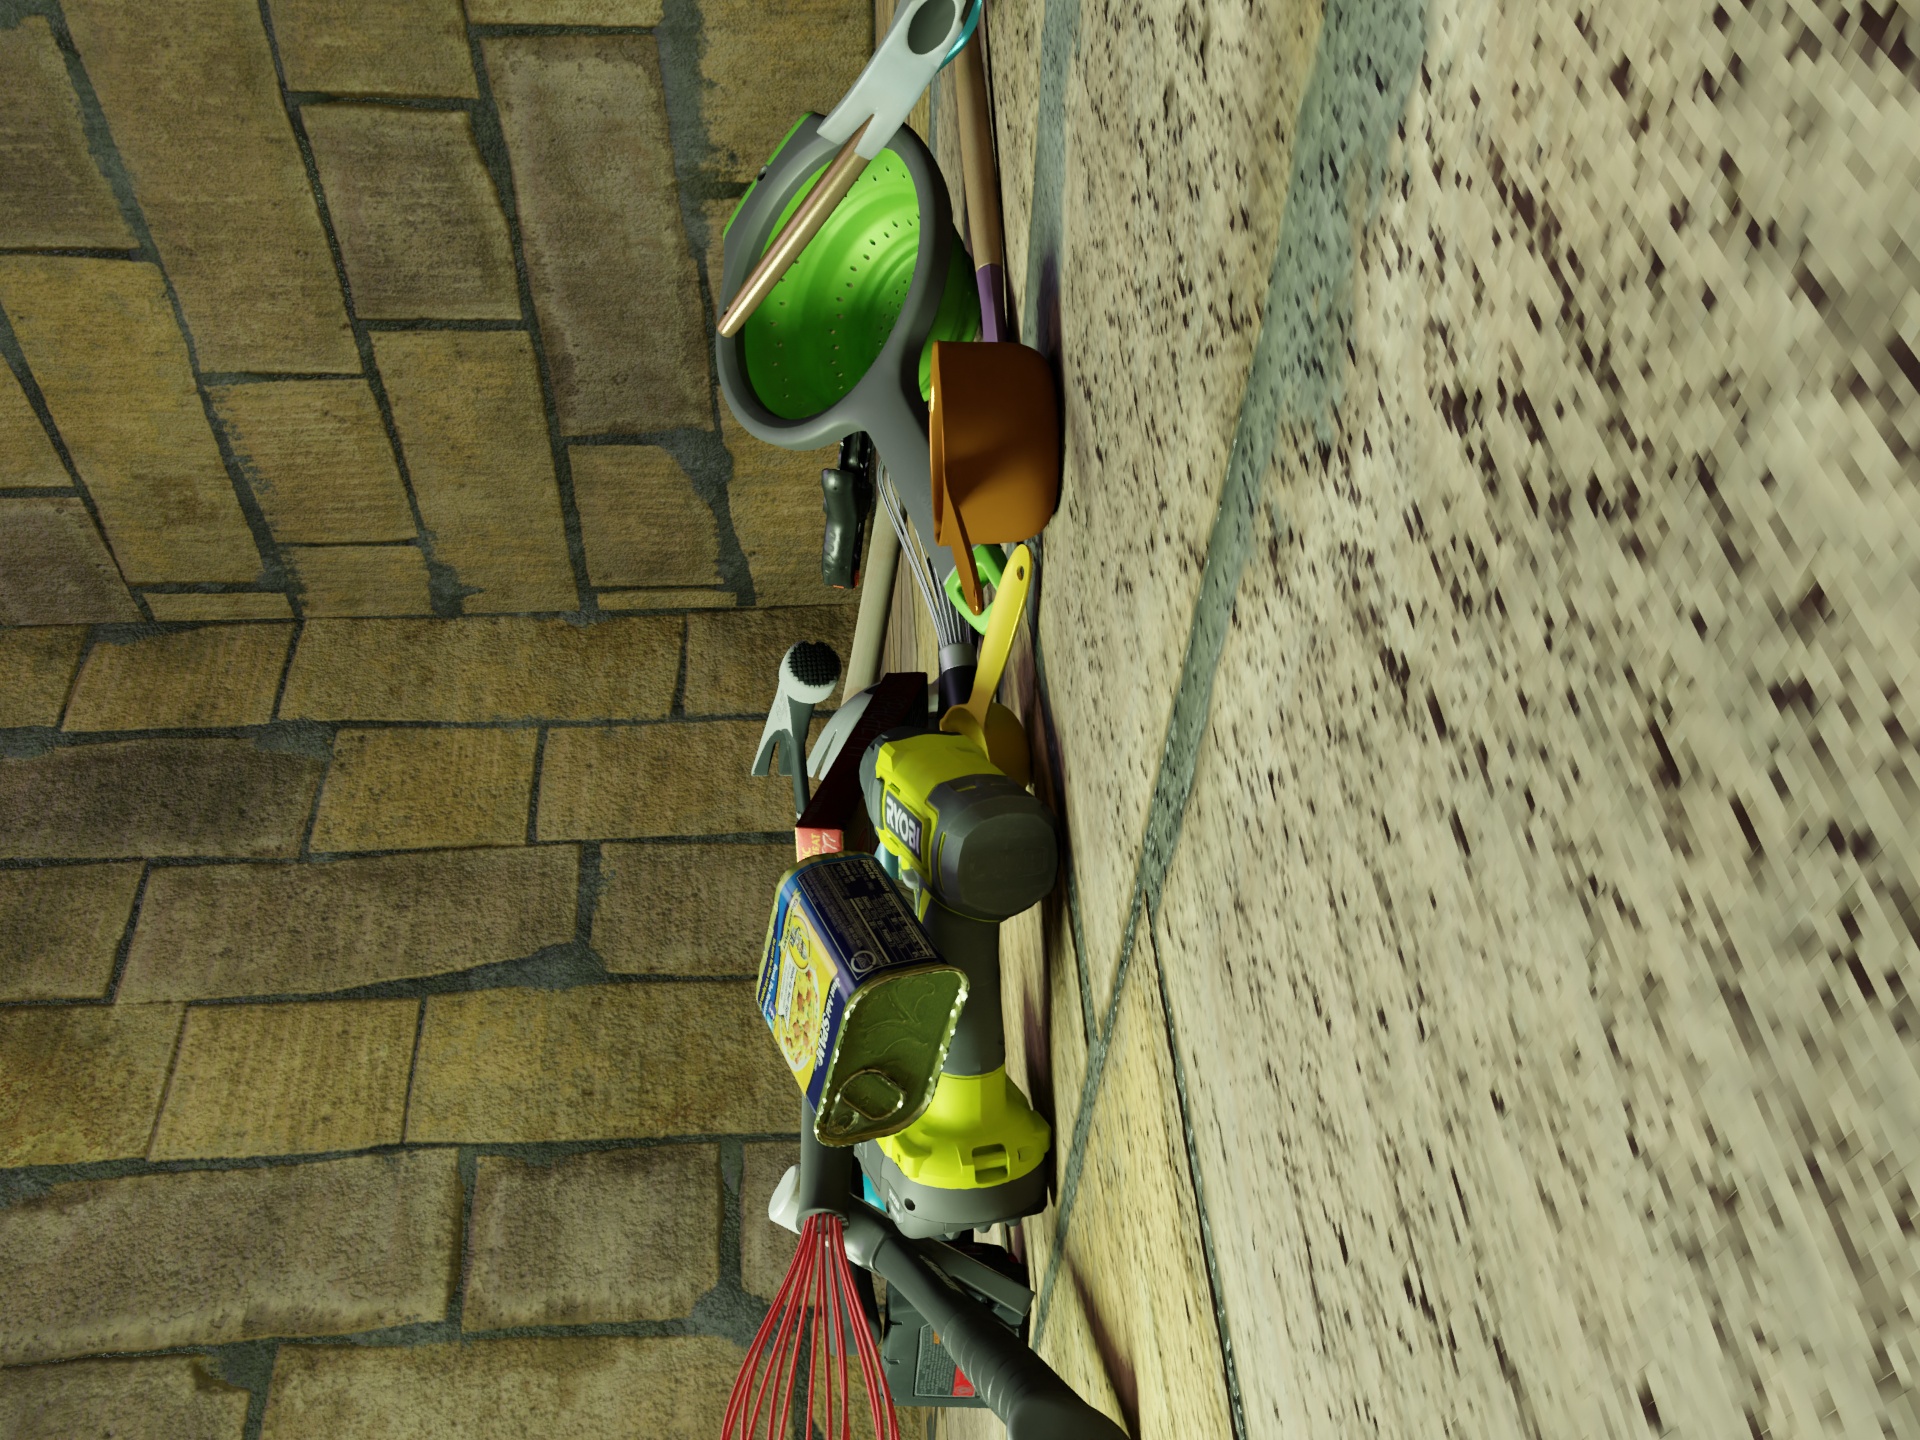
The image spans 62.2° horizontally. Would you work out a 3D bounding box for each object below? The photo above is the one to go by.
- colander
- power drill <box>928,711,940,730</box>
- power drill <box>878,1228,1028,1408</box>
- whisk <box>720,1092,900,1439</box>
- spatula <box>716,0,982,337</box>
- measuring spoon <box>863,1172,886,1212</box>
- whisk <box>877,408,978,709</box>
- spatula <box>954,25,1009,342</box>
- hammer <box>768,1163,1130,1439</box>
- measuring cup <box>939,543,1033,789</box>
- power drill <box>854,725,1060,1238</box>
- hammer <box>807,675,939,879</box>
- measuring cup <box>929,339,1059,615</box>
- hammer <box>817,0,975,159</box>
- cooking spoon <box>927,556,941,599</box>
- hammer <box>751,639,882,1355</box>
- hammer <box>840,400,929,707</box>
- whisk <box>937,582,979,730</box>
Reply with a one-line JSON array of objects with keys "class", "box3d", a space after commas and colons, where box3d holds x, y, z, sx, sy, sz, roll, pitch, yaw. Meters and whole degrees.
[{"class": "colander", "box3d": [-0.026, -0.196, 0.936, 0.204, 0.094, 0.398, -46, 51, 29]}, {"class": "power drill", "box3d": [-0.035, 0.078, 1.276, 0.226, 0.084, 0.185, -91, 2, -87]}, {"class": "power drill", "box3d": [-0.005, 0.280, 0.980, 0.227, 0.080, 0.187, -92, 6, -55]}, {"class": "whisk", "box3d": [-0.059, 0.230, 0.672, 0.296, 0.073, 0.073, -92, 3, -53]}, {"class": "spatula", "box3d": [-0.060, -0.340, 0.904, 0.317, 0.044, 0.082, -44, 35, 32]}, {"class": "measuring spoon", "box3d": [-0.055, 0.288, 1.026, 0.128, 0.021, 0.042, -104, 18, -83]}, {"class": "whisk", "box3d": [-0.005, -0.067, 0.979, 0.070, 0.070, 0.285, 99, 163, -69]}, {"class": "spatula", "box3d": [0.013, -0.264, 0.855, 0.059, 0.018, 0.316, 81, -176, -68]}, {"class": "hammer", "box3d": [0.006, 0.271, 0.704, 0.035, 0.146, 0.335, -60, 11, -12]}, {"class": "measuring cup", "box3d": [0.024, -0.020, 0.783, 0.062, 0.029, 0.156, 55, 142, 42]}, {"class": "power drill", "box3d": [-0.010, 0.119, 0.782, 0.171, 0.080, 0.223, -144, 52, -64]}, {"class": "hammer", "box3d": [-0.047, 0.136, 1.129, 0.033, 0.128, 0.331, 12, 106, 50]}, {"class": "measuring cup", "box3d": [0.019, -0.094, 0.653, 0.174, 0.052, 0.095, -101, 10, -52]}, {"class": "hammer", "box3d": [-0.025, -0.471, 0.869, 0.143, 0.038, 0.387, -45, 35, 43]}, {"class": "cooking spoon", "box3d": [-0.012, -0.101, 1.238, 0.319, 0.017, 0.068, -104, 5, -75]}, {"class": "hammer", "box3d": [-0.086, 0.165, 0.961, 0.149, 0.036, 0.409, 126, 140, -61]}, {"class": "hammer", "box3d": [-0.062, -0.120, 1.271, 0.146, 0.038, 0.411, 114, 166, -83]}, {"class": "whisk", "box3d": [-0.001, -0.004, 1.007, 0.055, 0.055, 0.239, 97, 175, -64]}]
